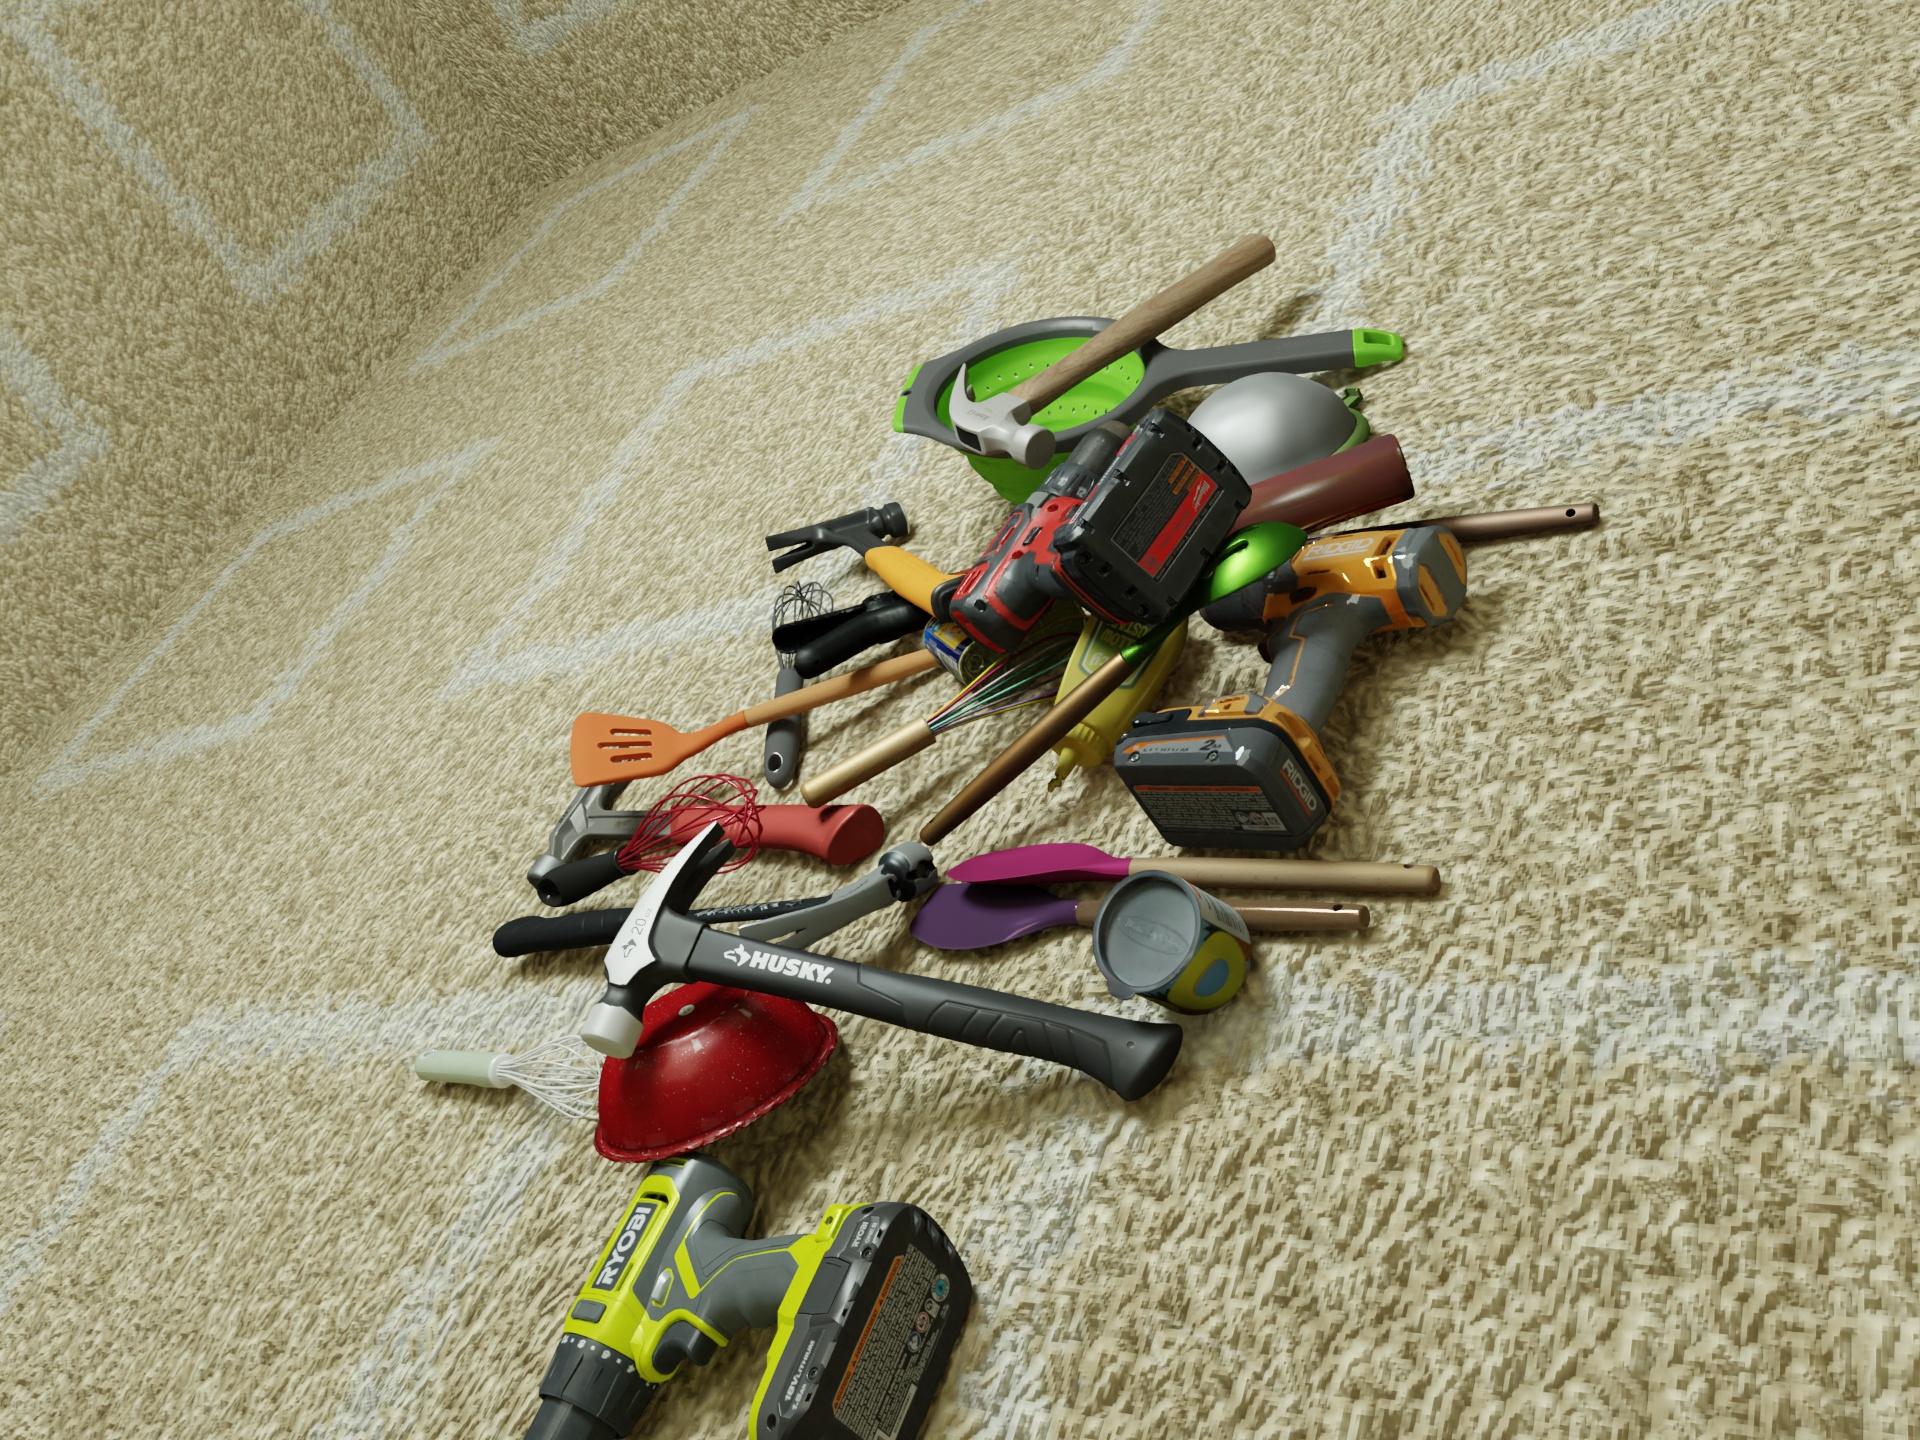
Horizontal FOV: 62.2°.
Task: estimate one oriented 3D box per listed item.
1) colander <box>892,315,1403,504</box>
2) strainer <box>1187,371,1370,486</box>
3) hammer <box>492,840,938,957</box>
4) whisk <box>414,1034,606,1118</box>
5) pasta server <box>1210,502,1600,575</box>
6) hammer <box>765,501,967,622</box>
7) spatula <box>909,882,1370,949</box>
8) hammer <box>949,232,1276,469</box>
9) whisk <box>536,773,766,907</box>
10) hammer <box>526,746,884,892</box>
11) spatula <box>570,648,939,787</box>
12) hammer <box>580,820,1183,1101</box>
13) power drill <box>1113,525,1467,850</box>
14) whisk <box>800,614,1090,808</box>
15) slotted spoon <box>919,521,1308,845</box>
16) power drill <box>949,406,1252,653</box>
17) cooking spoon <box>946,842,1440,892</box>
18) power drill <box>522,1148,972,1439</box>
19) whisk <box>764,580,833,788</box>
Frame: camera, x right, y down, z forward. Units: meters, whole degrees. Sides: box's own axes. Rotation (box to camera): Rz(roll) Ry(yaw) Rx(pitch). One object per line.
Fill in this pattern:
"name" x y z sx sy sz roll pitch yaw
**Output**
"colander" 0.150 -0.244 1.271 0.397 0.094 0.205 -4 40 16
"strainer" 0.165 -0.197 1.162 0.256 0.069 0.152 -14 27 26
"hammer" -0.208 0.144 1.122 0.409 0.036 0.149 -12 8 41
"whisk" -0.320 0.250 1.131 0.246 0.059 0.058 -9 6 43
"pasta server" 0.253 -0.118 1.044 0.316 0.040 0.060 -3 81 39
"hammer" -0.062 -0.124 1.266 0.127 0.034 0.337 -18 20 -13
"spatula" 0.091 0.114 0.926 0.316 0.018 0.060 -6 36 41
"hammer" 0.125 -0.300 1.245 0.331 0.031 0.130 -37 43 -24
"whisk" -0.234 0.098 1.169 0.296 0.073 0.073 -22 33 44
"hammer" -0.192 0.074 1.231 0.359 0.036 0.149 -3 46 42
"spatula" -0.147 -0.014 1.237 0.322 0.041 0.081 -18 46 6
"hammer" -0.042 0.148 0.887 0.335 0.035 0.146 9 59 21
"power drill" 0.182 -0.028 0.964 0.185 0.084 0.226 -2 42 50
"whisk" -0.001 -0.002 1.113 0.245 0.047 0.051 -29 22 0
"slotted spoon" 0.085 -0.021 0.989 0.313 0.031 0.070 -42 13 20
"power drill" 0.093 -0.134 1.032 0.188 0.080 0.227 -54 16 -14
"cooking spoon" 0.123 0.088 0.922 0.319 0.017 0.069 -3 13 39
"power drill" -0.122 0.322 0.819 0.228 0.080 0.191 -9 41 41
"whisk" -0.137 -0.033 1.308 0.055 0.055 0.239 -23 40 22
